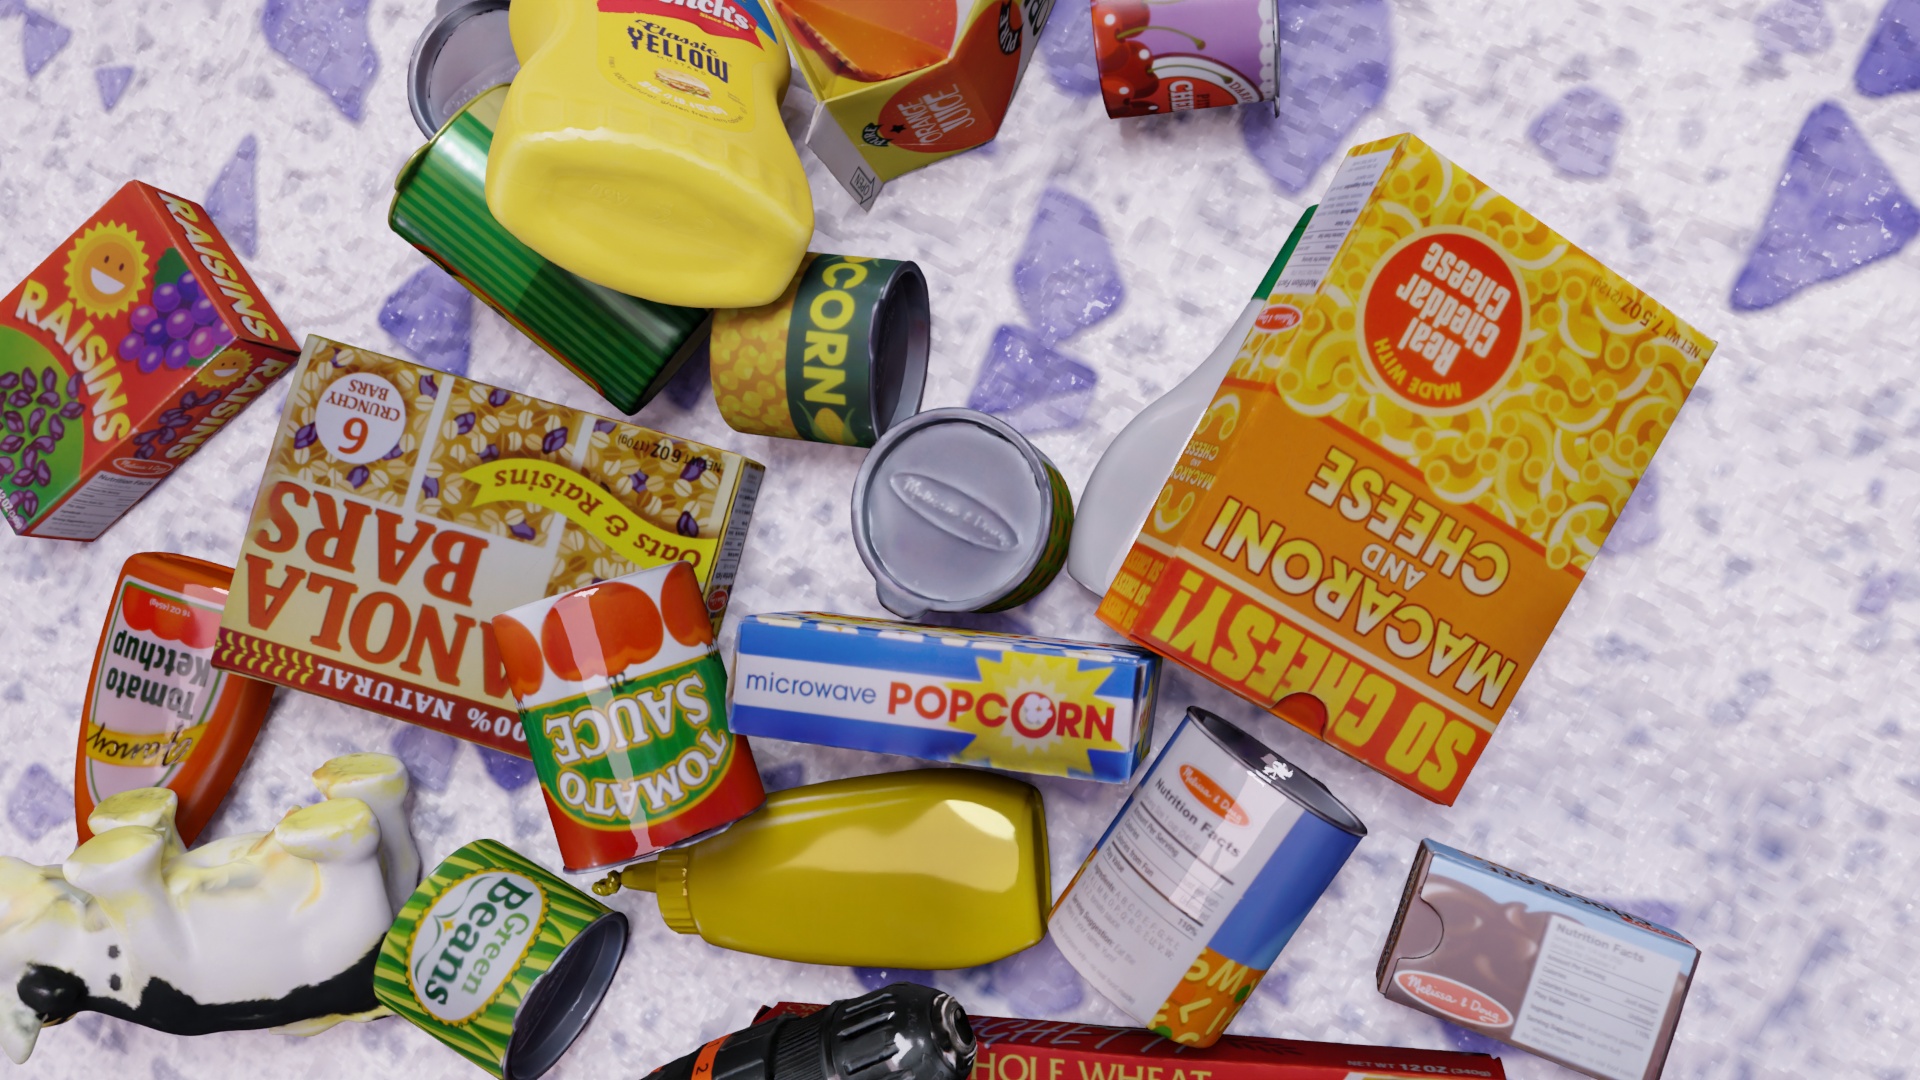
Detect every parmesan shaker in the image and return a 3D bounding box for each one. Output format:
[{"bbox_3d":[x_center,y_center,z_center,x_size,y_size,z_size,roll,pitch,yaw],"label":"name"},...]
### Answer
[{"bbox_3d":[-0.136,-0.099,0.485,0.103,0.071,0.071,40,95,-8],"label":"parmesan shaker"}]

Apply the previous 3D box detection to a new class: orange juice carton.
[{"bbox_3d":[-0.004,-0.212,0.481,0.073,0.072,0.192,24,90,13],"label":"orange juice carton"}]

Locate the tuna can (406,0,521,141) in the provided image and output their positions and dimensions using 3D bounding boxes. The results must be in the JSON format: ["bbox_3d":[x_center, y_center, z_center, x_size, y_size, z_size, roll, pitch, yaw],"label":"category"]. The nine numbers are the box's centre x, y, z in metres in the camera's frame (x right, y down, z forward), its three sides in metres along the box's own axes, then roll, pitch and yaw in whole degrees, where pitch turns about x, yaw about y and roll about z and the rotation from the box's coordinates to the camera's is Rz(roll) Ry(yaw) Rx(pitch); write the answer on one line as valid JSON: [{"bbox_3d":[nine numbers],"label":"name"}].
[{"bbox_3d":[-0.175,-0.175,0.533,0.071,0.033,0.071,-1,85,12],"label":"tuna can"}]

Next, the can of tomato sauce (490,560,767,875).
[{"bbox_3d":[-0.105,0.054,0.440,0.071,0.071,0.083,-17,90,10],"label":"can of tomato sauce"}]

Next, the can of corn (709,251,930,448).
[{"bbox_3d":[-0.048,-0.067,0.478,0.058,0.071,0.071,8,87,13],"label":"can of corn"}]

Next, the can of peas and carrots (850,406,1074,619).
[{"bbox_3d":[0.002,-0.006,0.469,0.071,0.059,0.071,-1,86,12],"label":"can of peas and carrots"}]

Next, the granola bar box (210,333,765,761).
[{"bbox_3d":[-0.168,0.008,0.501,0.166,0.039,0.124,15,89,3],"label":"granola bar box"}]

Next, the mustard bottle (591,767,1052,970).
[{"bbox_3d":[-0.050,0.112,0.475,0.160,0.049,0.065,-4,86,12],"label":"mustard bottle"}]

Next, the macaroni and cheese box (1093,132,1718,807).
[{"bbox_3d":[0.135,-0.019,0.427,0.124,0.040,0.166,28,92,-14],"label":"macaroni and cheese box"}]

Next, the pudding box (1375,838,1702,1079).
[{"bbox_3d":[0.179,0.132,0.435,0.084,0.030,0.049,18,91,13],"label":"pudding box"}]

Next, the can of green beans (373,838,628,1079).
[{"bbox_3d":[-0.160,0.147,0.487,0.058,0.071,0.071,26,91,13],"label":"can of green beans"}]

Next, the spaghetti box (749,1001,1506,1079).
[{"bbox_3d":[0.048,0.189,0.458,0.250,0.028,0.050,0,86,12],"label":"spaghetti box"}]

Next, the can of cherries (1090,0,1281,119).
[{"bbox_3d":[0.076,-0.175,0.464,0.058,0.071,0.071,-3,85,12],"label":"can of cherries"}]

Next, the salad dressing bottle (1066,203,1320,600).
[{"bbox_3d":[0.092,-0.040,0.461,0.064,0.044,0.147,32,91,4],"label":"salad dressing bottle"}]

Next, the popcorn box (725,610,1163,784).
[{"bbox_3d":[-0.001,0.048,0.452,0.127,0.085,0.038,6,88,12],"label":"popcorn box"}]

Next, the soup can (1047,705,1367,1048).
[{"bbox_3d":[0.078,0.106,0.441,0.071,0.071,0.083,35,97,12],"label":"soup can"}]

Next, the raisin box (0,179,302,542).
[{"bbox_3d":[-0.339,-0.070,0.556,0.123,0.040,0.086,-39,78,8],"label":"raisin box"}]

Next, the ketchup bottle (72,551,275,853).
[{"bbox_3d":[-0.308,0.082,0.535,0.065,0.043,0.148,17,90,5],"label":"ketchup bottle"}]
